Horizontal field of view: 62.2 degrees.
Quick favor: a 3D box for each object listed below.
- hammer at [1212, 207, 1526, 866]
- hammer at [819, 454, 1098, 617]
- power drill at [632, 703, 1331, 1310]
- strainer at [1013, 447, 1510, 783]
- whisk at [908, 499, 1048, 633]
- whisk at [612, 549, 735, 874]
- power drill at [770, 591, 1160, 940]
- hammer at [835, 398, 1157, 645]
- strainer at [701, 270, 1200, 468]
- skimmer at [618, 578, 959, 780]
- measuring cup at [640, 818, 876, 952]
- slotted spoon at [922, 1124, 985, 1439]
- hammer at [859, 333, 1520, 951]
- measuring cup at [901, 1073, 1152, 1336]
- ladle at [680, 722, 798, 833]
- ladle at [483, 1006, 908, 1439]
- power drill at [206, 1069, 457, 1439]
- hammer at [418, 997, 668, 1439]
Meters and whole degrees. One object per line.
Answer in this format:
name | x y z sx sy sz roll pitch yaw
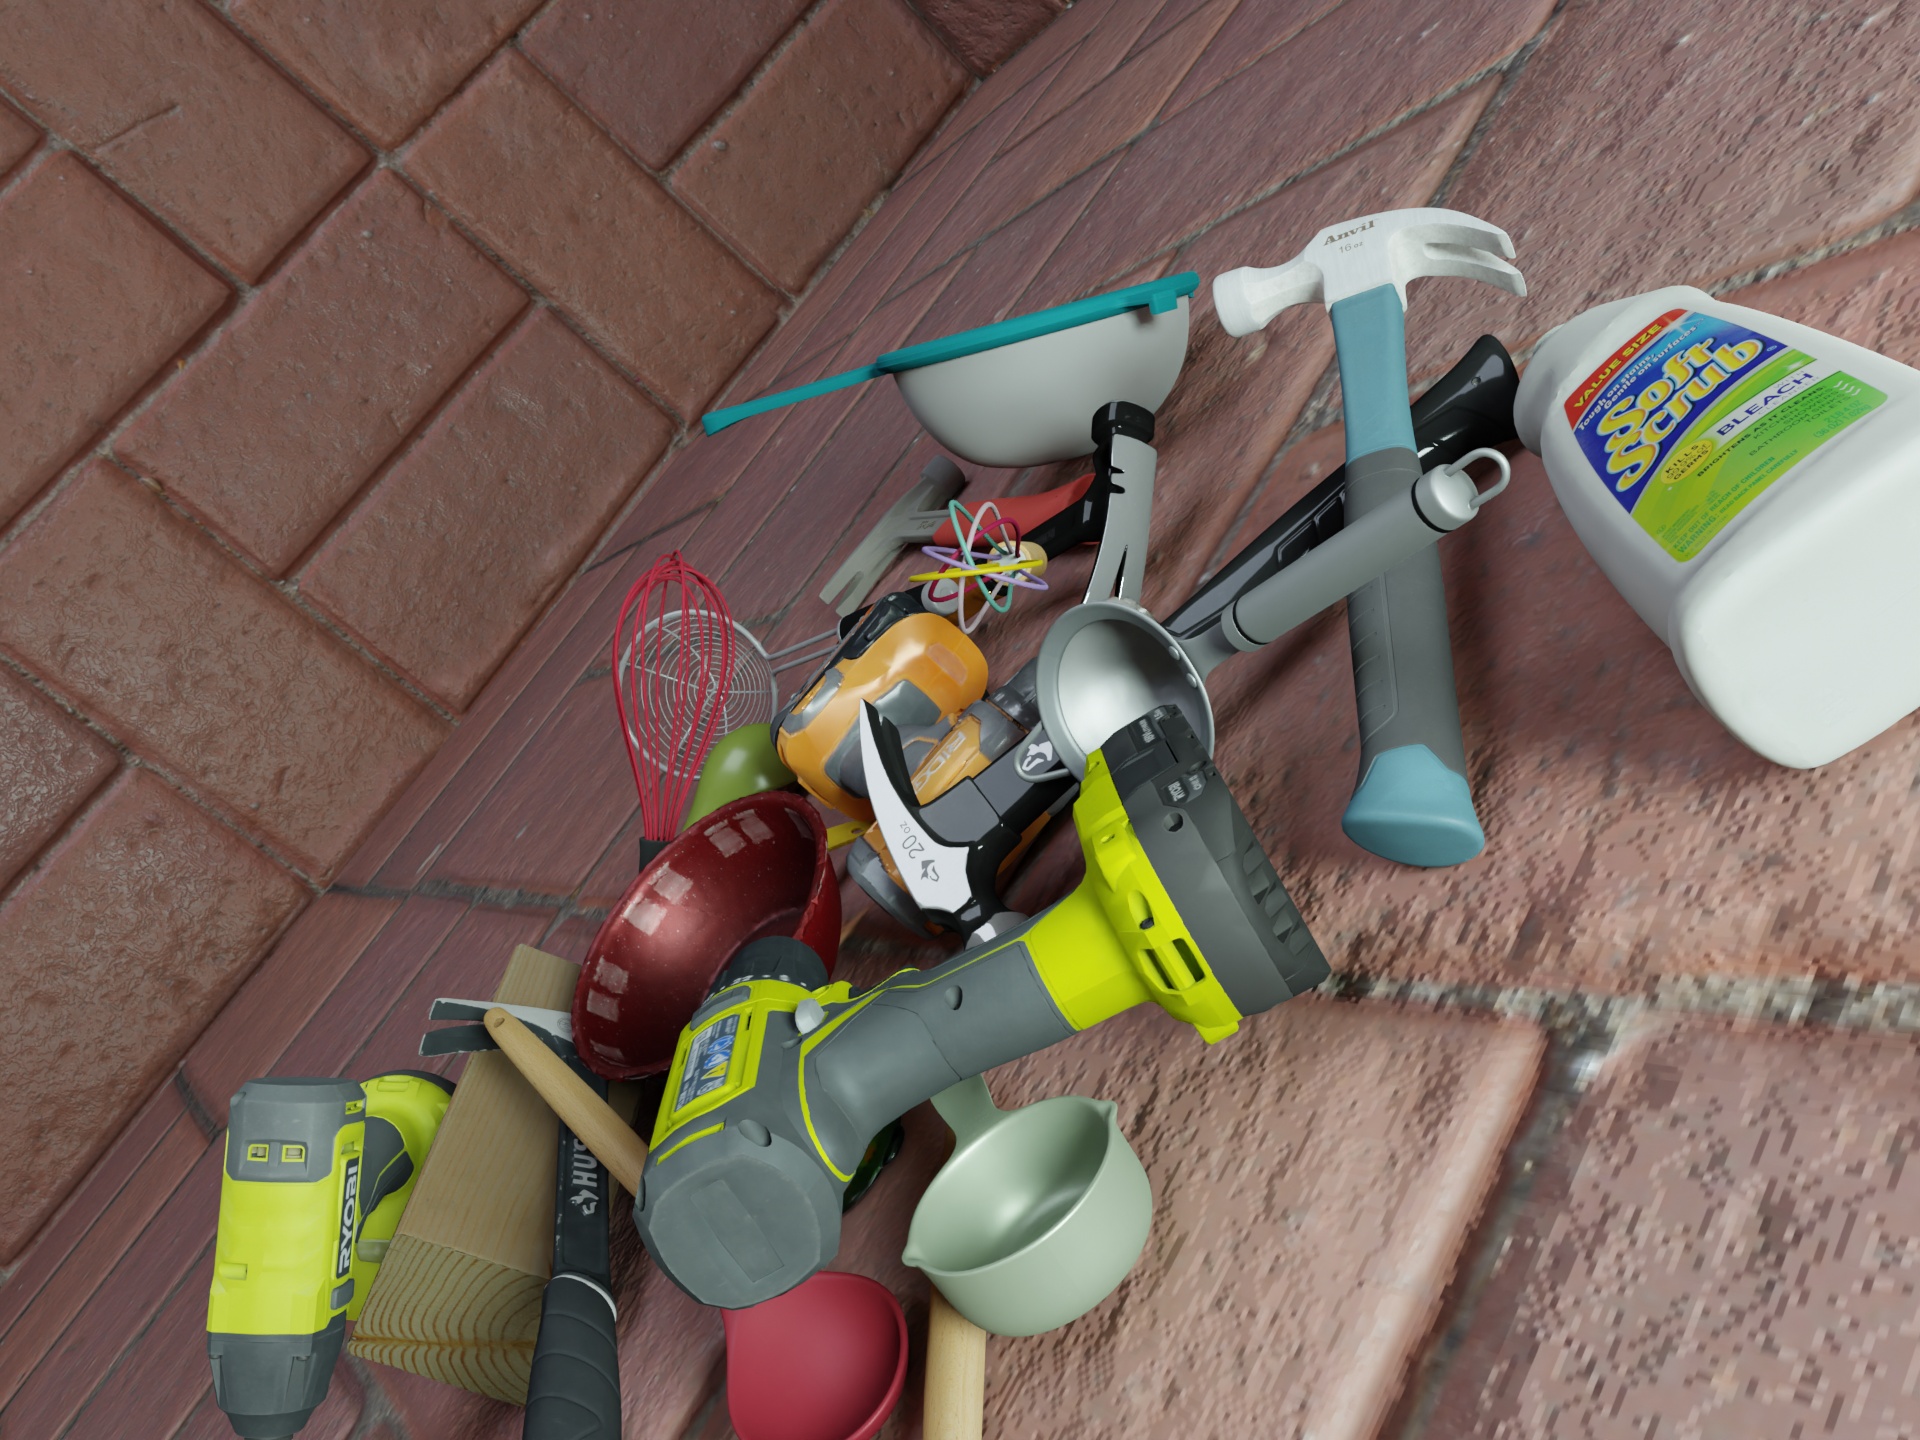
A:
hammer | 0.160 -0.086 0.604 0.128 0.033 0.331 -16 46 26
hammer | 0.005 -0.128 1.095 0.149 0.036 0.359 -52 20 -9
power drill | -0.002 0.088 0.559 0.228 0.080 0.191 -30 15 6
strainer | 0.100 -0.031 0.564 0.050 0.087 0.258 -28 -5 -34
whisk | 0.016 -0.072 0.728 0.047 0.051 0.245 -35 1 10
whisk | -0.172 0.049 0.919 0.073 0.073 0.296 -174 88 -66
power drill | -0.001 -0.003 0.817 0.185 0.084 0.226 -49 24 -1
hammer | 0.006 -0.071 0.959 0.337 0.034 0.127 -25 53 57
strainer | -0.002 -0.202 1.036 0.340 0.095 0.211 -13 14 15
skimmer | -0.124 -0.037 1.056 0.090 0.127 0.363 -22 4 -32
measuring cup | -0.111 0.093 0.877 0.156 0.029 0.062 -21 26 -23
slotted spoon | -0.004 0.221 0.485 0.070 0.031 0.314 -35 22 19
hammer | 0.101 -0.043 0.673 0.335 0.035 0.146 -41 56 4
measuring cup | 0.016 0.153 0.547 0.083 0.038 0.168 -35 13 -5
ladle | -0.199 0.138 1.035 0.320 0.062 0.078 -59 23 -9
ladle | -0.122 0.188 0.634 0.069 0.031 0.316 -41 40 -20
power drill | -0.316 0.264 0.814 0.223 0.080 0.171 111 162 -82
hammer | -0.154 0.216 0.627 0.409 0.149 0.036 -125 53 -69
